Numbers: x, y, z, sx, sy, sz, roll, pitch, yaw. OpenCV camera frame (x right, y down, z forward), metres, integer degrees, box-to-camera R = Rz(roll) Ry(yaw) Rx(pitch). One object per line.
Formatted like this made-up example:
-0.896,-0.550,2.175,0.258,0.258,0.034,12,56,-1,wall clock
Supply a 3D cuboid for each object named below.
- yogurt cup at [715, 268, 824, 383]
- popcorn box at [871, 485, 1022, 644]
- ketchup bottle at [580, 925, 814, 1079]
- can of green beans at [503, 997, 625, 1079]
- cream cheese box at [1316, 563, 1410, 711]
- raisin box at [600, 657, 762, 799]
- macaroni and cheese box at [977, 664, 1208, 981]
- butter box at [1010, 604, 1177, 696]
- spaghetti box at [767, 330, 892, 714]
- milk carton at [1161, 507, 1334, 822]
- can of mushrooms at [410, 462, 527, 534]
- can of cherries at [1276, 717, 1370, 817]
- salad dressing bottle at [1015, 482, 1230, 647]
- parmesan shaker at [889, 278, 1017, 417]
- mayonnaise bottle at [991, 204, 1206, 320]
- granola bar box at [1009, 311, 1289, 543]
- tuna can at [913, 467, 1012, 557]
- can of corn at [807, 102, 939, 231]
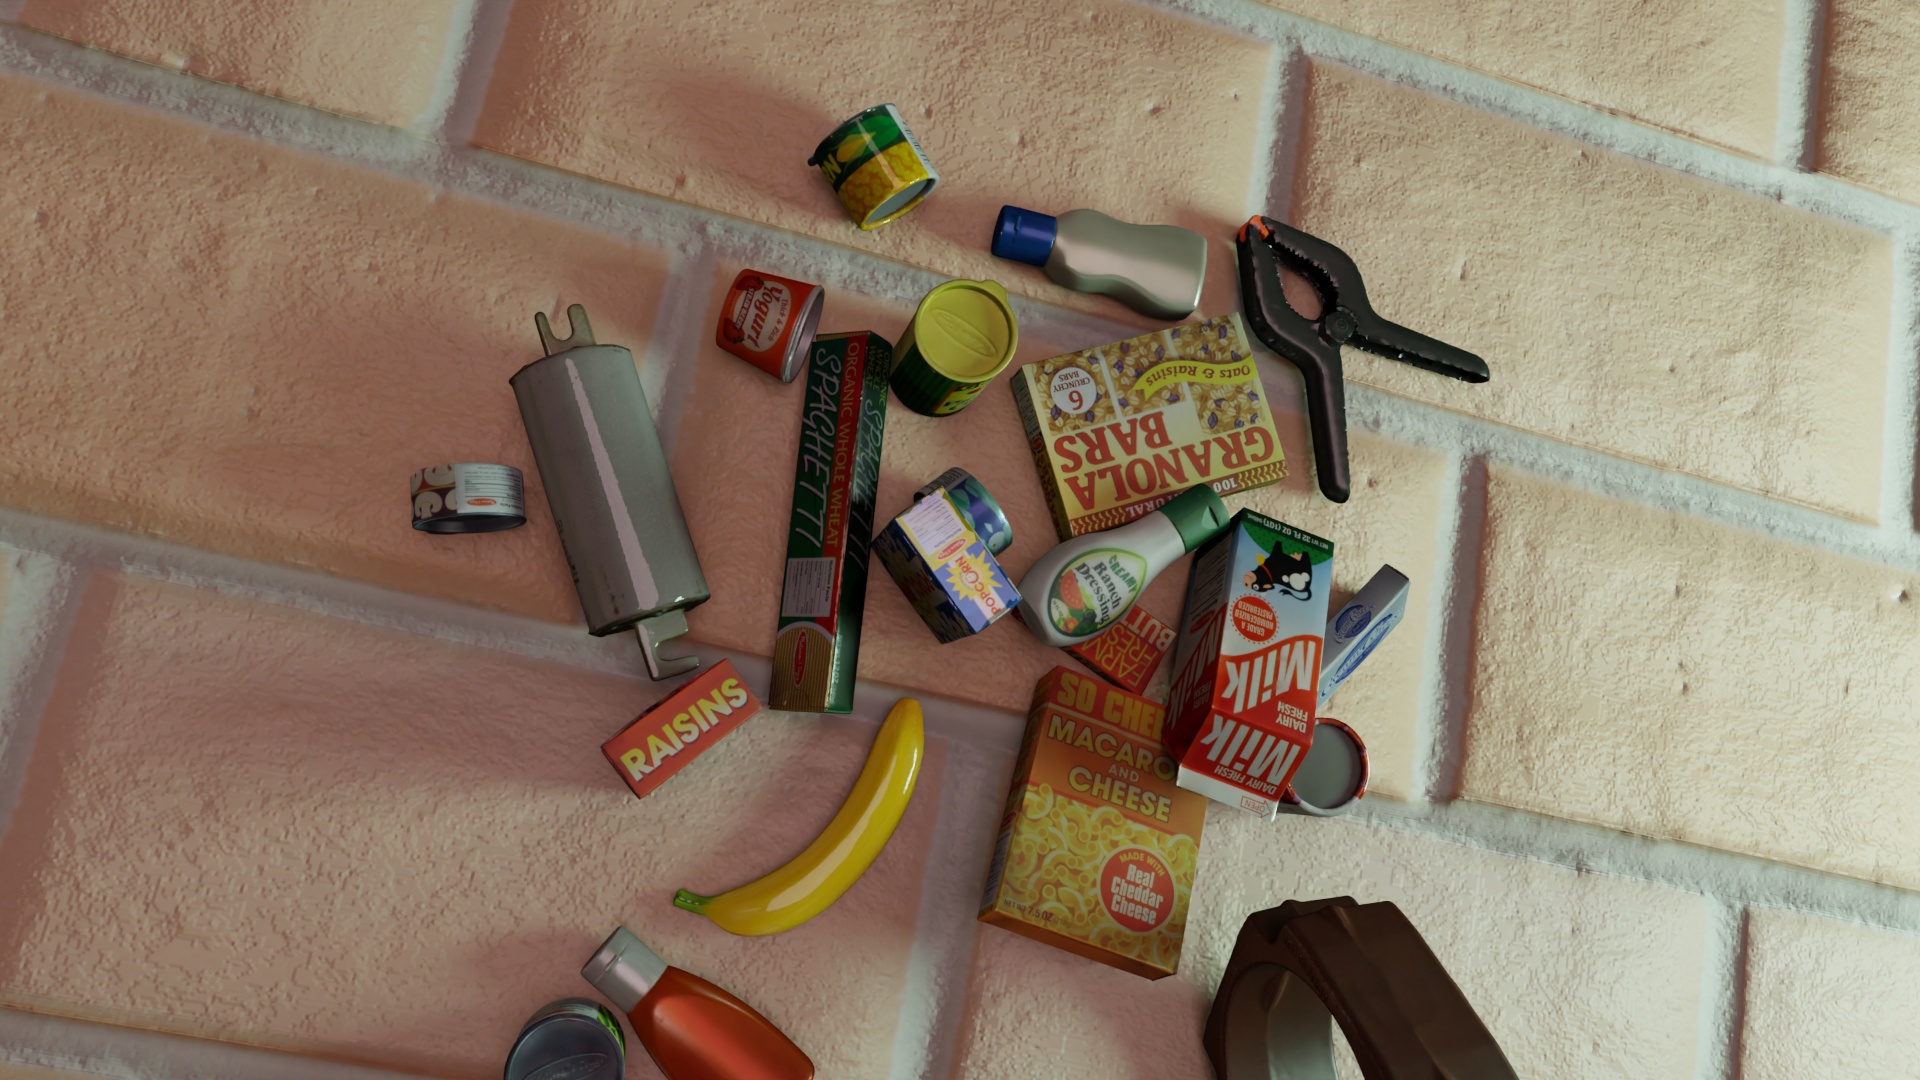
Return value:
-0.125,-0.143,0.907,0.054,0.072,0.072,21,77,0,yogurt cup
-0.012,0.019,0.871,0.038,0.126,0.085,-35,89,-12,popcorn box
-0.161,0.294,0.836,0.149,0.043,0.065,42,74,-3,ketchup bottle
-0.230,0.305,0.811,0.071,0.057,0.071,2,80,-12,can of green beans
0.269,0.068,0.962,0.104,0.053,0.024,-42,59,-16,cream cheese box
-0.165,0.111,0.824,0.086,0.123,0.040,-36,90,-15,raisin box
0.091,0.179,0.890,0.124,0.040,0.167,22,61,-9,macaroni and cheese box
0.091,0.057,0.940,0.103,0.024,0.053,35,76,-5,butter box
-0.083,-0.013,0.899,0.028,0.050,0.250,21,72,-54,spaghetti box
0.186,0.083,0.905,0.072,0.073,0.191,22,59,-9,milk carton
-0.302,-0.025,0.848,0.071,0.071,0.033,-5,82,-13,can of mushrooms
0.233,0.150,0.939,0.071,0.058,0.071,2,81,-12,can of cherries
0.107,0.013,0.909,0.148,0.044,0.064,-32,108,-12,salad dressing bottle
-0.005,-0.125,0.909,0.071,0.103,0.071,2,81,-12,parmesan shaker
0.097,-0.201,0.977,0.148,0.041,0.065,12,77,-9,mayonnaise bottle
0.131,-0.079,0.964,0.166,0.039,0.124,-16,85,-15,granola bar box
0.003,-0.011,0.911,0.033,0.071,0.071,-37,90,-15,tuna can
-0.058,-0.250,0.938,0.071,0.071,0.058,-32,89,-15,can of corn
